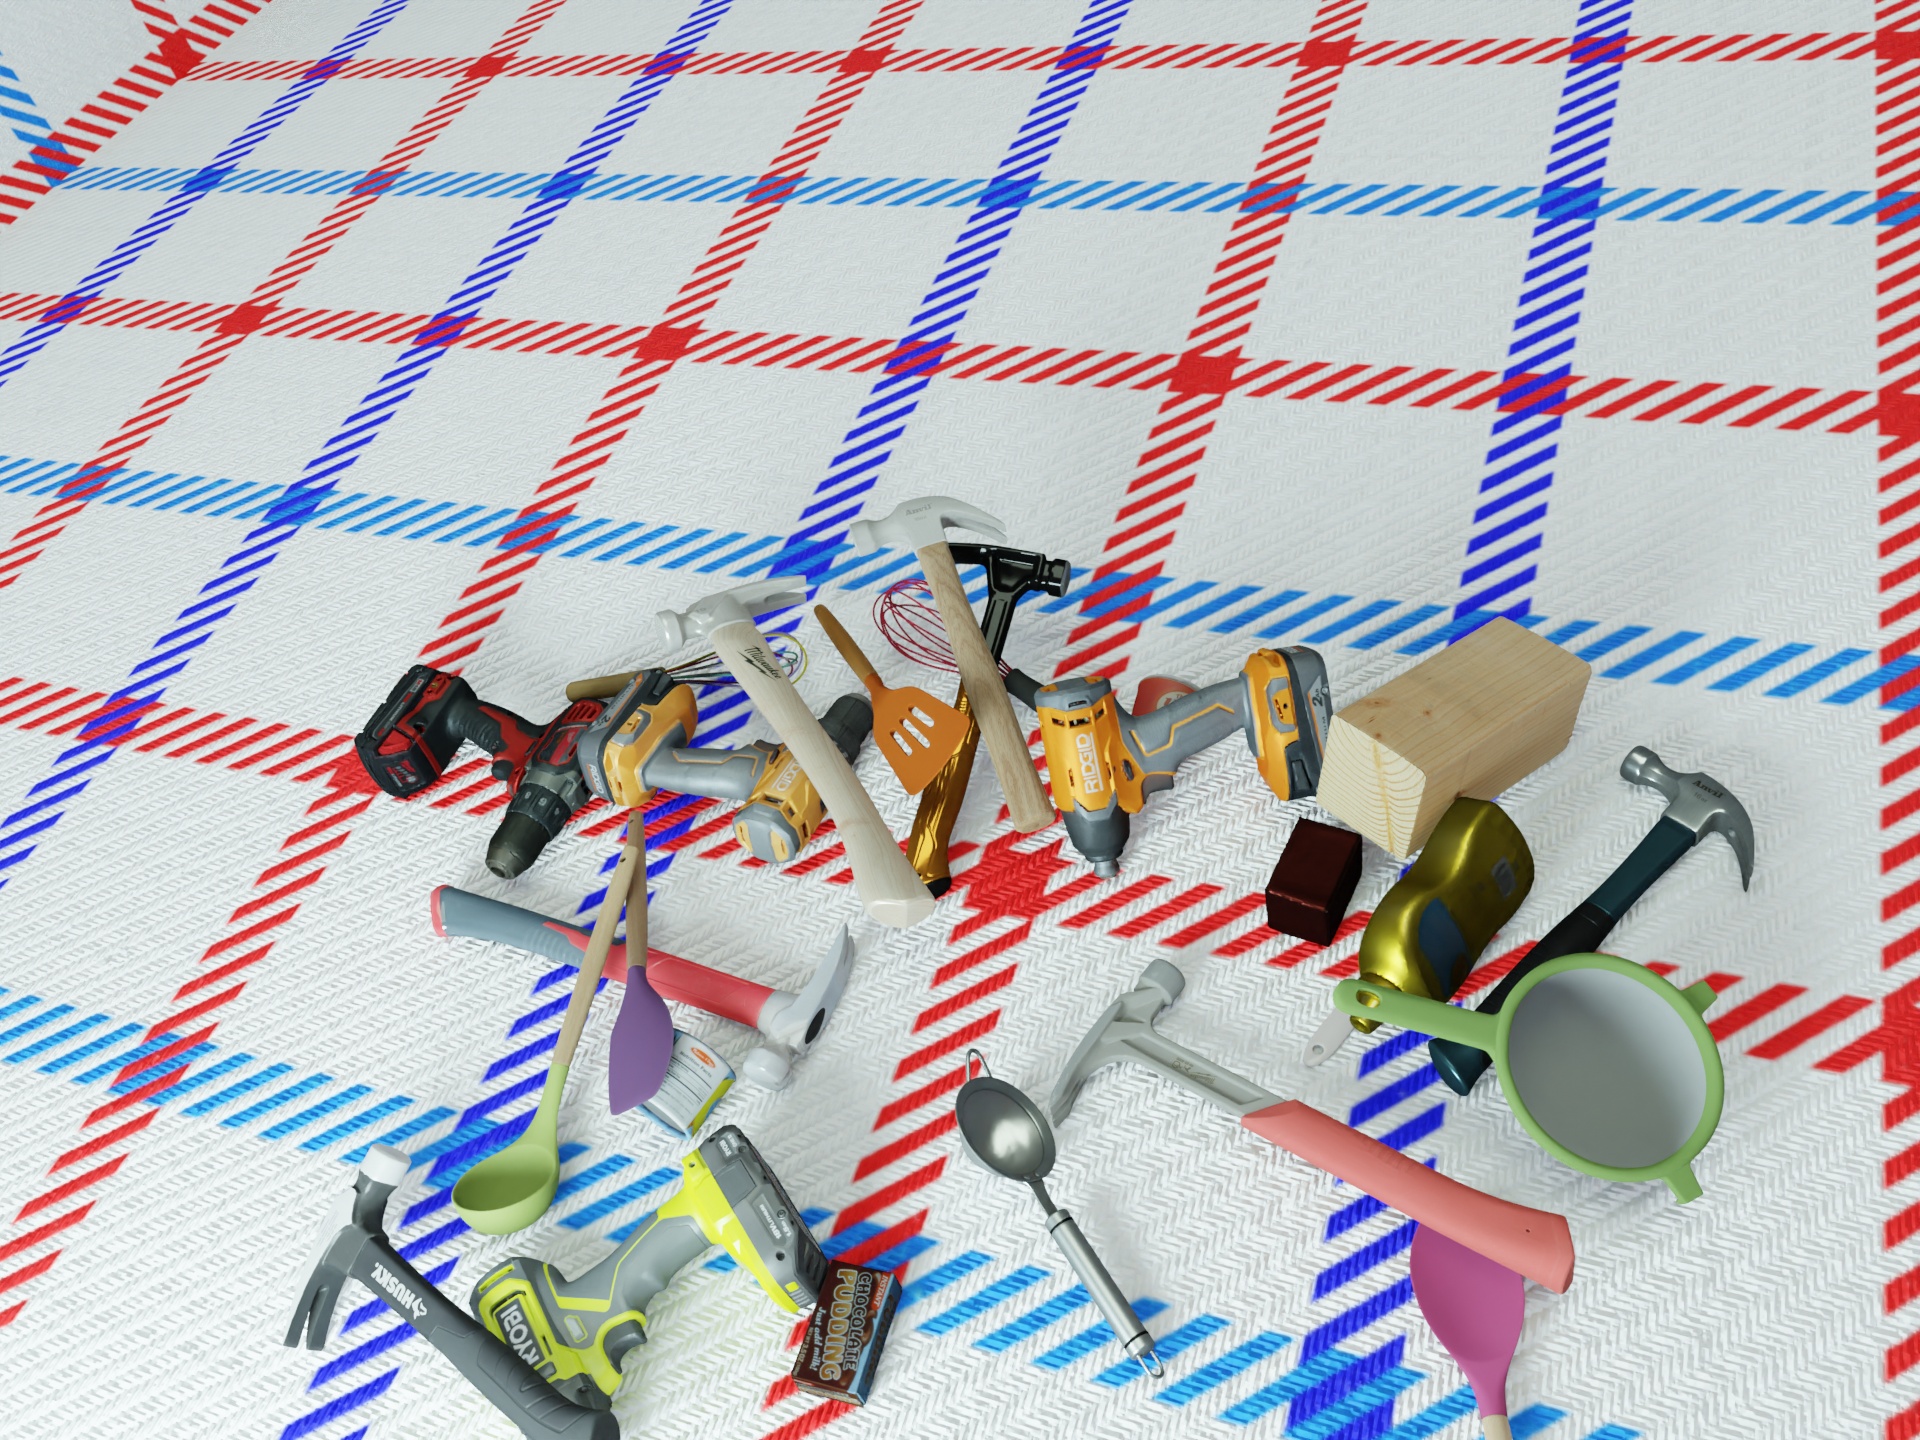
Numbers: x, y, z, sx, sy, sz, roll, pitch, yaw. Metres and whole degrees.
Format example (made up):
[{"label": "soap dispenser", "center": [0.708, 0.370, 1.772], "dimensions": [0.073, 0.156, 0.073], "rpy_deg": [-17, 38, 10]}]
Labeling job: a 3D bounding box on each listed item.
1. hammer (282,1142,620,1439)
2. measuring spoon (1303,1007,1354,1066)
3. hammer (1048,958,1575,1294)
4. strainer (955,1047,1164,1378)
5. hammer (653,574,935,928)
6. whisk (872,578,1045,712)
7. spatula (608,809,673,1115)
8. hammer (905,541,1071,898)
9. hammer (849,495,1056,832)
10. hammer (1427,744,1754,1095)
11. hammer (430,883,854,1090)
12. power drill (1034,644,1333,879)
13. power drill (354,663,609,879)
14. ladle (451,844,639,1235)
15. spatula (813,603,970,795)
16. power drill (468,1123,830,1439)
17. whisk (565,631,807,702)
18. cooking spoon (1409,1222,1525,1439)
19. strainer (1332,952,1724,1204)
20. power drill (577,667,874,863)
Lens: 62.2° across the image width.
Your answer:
[{"label": "hammer", "center": [-0.342, 0.420, 1.071], "dimensions": [0.335, 0.035, 0.146], "rpy_deg": [18, 76, 39]}, {"label": "measuring spoon", "center": [0.290, 0.206, 1.170], "dimensions": [0.034, 0.018, 0.124], "rpy_deg": [30, 63, 33]}, {"label": "hammer", "center": [0.238, 0.292, 1.086], "dimensions": [0.359, 0.036, 0.149], "rpy_deg": [23, 59, 34]}, {"label": "strainer", "center": [0.062, 0.341, 1.097], "dimensions": [0.086, 0.050, 0.259], "rpy_deg": [5, 37, -44]}, {"label": "hammer", "center": [-0.120, 0.016, 1.349], "dimensions": [0.146, 0.038, 0.411], "rpy_deg": [-19, 48, -21]}, {"label": "whisk", "center": [0.032, -0.047, 1.435], "dimensions": [0.296, 0.073, 0.073], "rpy_deg": [34, 65, 29]}, {"label": "spatula", "center": [-0.257, 0.180, 1.273], "dimensions": [0.060, 0.018, 0.316], "rpy_deg": [-29, 38, 11]}, {"label": "hammer", "center": [-0.002, -0.004, 1.369], "dimensions": [0.127, 0.034, 0.337], "rpy_deg": [11, 65, 12]}, {"label": "hammer", "center": [0.013, -0.055, 1.357], "dimensions": [0.130, 0.031, 0.332], "rpy_deg": [-19, 64, -3]}, {"label": "hammer", "center": [0.458, 0.151, 1.166], "dimensions": [0.331, 0.033, 0.128], "rpy_deg": [-39, 50, -19]}, {"label": "hammer", "center": [-0.277, 0.186, 1.321], "dimensions": [0.386, 0.038, 0.143], "rpy_deg": [13, 53, 24]}, {"label": "power drill", "center": [0.183, 0.032, 1.278], "dimensions": [0.226, 0.164, 0.084], "rpy_deg": [-11, 9, -1]}, {"label": "power drill", "center": [-0.441, 0.046, 1.463], "dimensions": [0.227, 0.080, 0.188], "rpy_deg": [12, 54, 20]}, {"label": "ladle", "center": [-0.309, 0.238, 1.235], "dimensions": [0.078, 0.062, 0.320], "rpy_deg": [0, 60, 25]}, {"label": "spatula", "center": [-0.078, -0.039, 1.413], "dimensions": [0.081, 0.041, 0.323], "rpy_deg": [-53, 30, 8]}, {"label": "power drill", "center": [-0.210, 0.401, 1.093], "dimensions": [0.223, 0.080, 0.171], "rpy_deg": [-34, 49, -11]}, {"label": "whisk", "center": [-0.262, -0.040, 1.516], "dimensions": [0.245, 0.047, 0.051], "rpy_deg": [-9, 36, 13]}, {"label": "cooking spoon", "center": [0.325, 0.445, 0.952], "dimensions": [0.069, 0.017, 0.319], "rpy_deg": [-8, 48, 9]}, {"label": "strainer", "center": [0.373, 0.224, 1.073], "dimensions": [0.256, 0.069, 0.152], "rpy_deg": [14, 65, 6]}, {"label": "power drill", "center": [-0.200, 0.023, 1.417], "dimensions": [0.226, 0.084, 0.185], "rpy_deg": [16, 48, 21]}]
